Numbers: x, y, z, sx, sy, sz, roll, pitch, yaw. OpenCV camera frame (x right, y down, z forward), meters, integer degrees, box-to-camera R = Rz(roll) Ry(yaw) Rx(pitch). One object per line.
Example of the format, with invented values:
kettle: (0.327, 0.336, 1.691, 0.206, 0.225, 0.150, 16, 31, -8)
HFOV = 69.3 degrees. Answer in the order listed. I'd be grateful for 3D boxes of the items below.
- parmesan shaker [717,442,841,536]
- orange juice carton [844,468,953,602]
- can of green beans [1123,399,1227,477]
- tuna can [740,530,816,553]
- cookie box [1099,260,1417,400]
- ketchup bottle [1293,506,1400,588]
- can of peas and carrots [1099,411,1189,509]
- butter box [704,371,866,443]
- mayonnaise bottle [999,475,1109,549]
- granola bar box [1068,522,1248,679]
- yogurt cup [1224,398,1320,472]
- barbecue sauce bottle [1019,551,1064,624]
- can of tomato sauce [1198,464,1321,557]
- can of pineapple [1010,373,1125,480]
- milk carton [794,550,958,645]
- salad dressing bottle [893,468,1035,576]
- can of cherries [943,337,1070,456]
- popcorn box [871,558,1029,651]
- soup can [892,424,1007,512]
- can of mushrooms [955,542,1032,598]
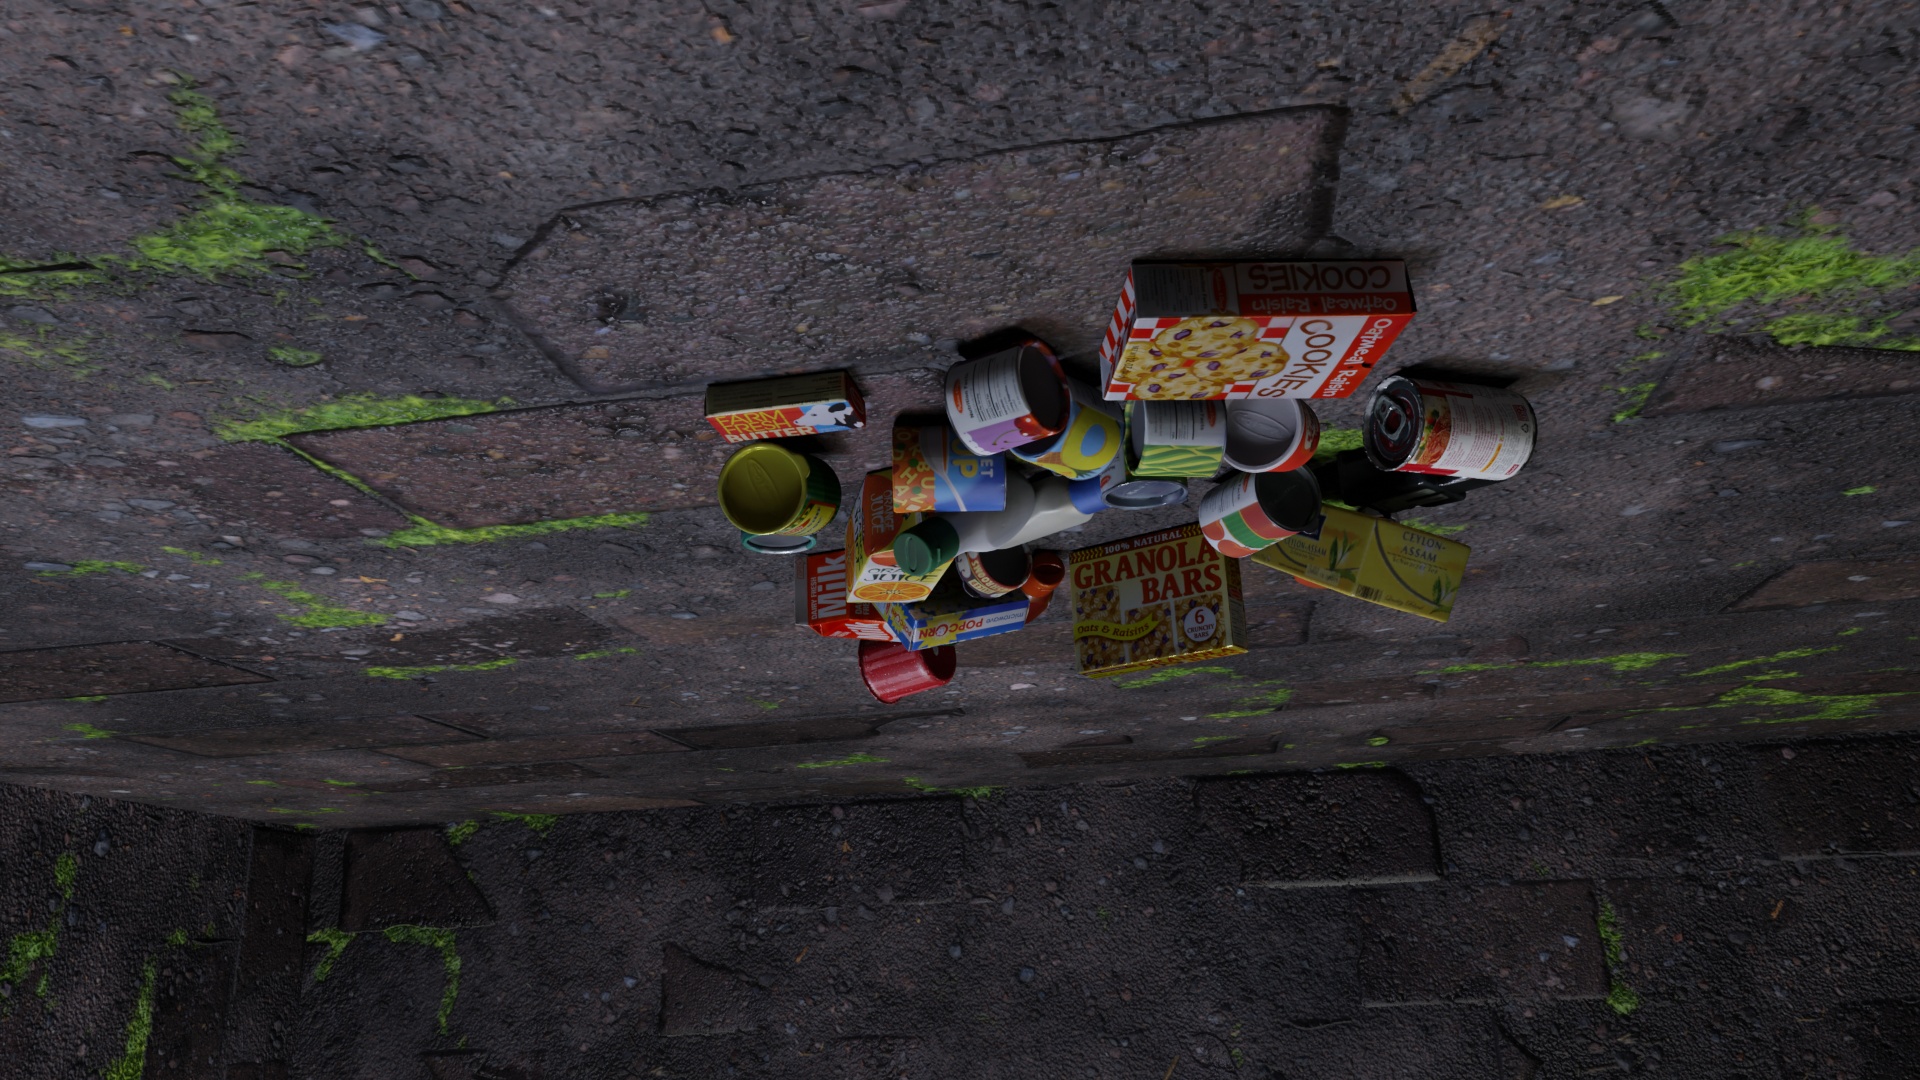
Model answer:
parmesan shaker: (-0.130, -0.037, 1.038, 0.071, 0.071, 0.103, -6, 178, 10)
orange juice carton: (-0.051, -0.005, 1.181, 0.073, 0.072, 0.192, 1, 163, -12)
can of green beans: (0.151, -0.078, 0.982, 0.058, 0.071, 0.071, 1, 162, -8)
tuna can: (-0.158, -0.013, 1.204, 0.071, 0.033, 0.071, -2, 163, -1)
cookie box: (0.180, -0.128, 0.869, 0.168, 0.040, 0.122, -1, 162, -4)
ketchup bottle: (0.369, 0.006, 1.318, 0.065, 0.043, 0.148, -1, 162, -9)
can of peas and carrots: (0.139, -0.061, 1.049, 0.071, 0.059, 0.070, -3, 163, -1)
butter box: (-0.122, -0.093, 0.969, 0.103, 0.024, 0.053, -6, 162, 10)
mayonnaise bottle: (0.075, -0.030, 1.171, 0.147, 0.041, 0.065, -20, 157, 41)
granola bar box: (0.186, 0.057, 1.322, 0.165, 0.124, 0.039, -14, 159, 33)
yogurt cup: (0.222, -0.080, 0.995, 0.072, 0.072, 0.054, -14, 167, 33)
barbecue sauce bottle: (0.067, 0.051, 1.423, 0.065, 0.044, 0.148, 2, 161, -15)
can of tomato sauce: (0.250, -0.026, 1.158, 0.071, 0.071, 0.082, 6, 161, -24)
can of pineapple: (0.071, -0.079, 0.965, 0.071, 0.071, 0.058, -17, 156, 39)
milk carton: (-0.075, 0.056, 1.373, 0.191, 0.072, 0.073, 6, 161, -28)
salad dressing bottle: (0.004, -0.014, 1.089, 0.044, 0.064, 0.148, 10, -156, 31)
can of cherries: (0.033, -0.095, 0.916, 0.058, 0.071, 0.071, -16, 158, 33)
popcorn box: (-0.010, 0.056, 1.314, 0.127, 0.085, 0.038, -9, 127, -29)
soup can: (-0.009, -0.056, 1.036, 0.084, 0.071, 0.071, -1, 162, -2)
can of mushrooms: (0.030, 0.019, 1.269, 0.071, 0.071, 0.033, 11, 156, -35)
